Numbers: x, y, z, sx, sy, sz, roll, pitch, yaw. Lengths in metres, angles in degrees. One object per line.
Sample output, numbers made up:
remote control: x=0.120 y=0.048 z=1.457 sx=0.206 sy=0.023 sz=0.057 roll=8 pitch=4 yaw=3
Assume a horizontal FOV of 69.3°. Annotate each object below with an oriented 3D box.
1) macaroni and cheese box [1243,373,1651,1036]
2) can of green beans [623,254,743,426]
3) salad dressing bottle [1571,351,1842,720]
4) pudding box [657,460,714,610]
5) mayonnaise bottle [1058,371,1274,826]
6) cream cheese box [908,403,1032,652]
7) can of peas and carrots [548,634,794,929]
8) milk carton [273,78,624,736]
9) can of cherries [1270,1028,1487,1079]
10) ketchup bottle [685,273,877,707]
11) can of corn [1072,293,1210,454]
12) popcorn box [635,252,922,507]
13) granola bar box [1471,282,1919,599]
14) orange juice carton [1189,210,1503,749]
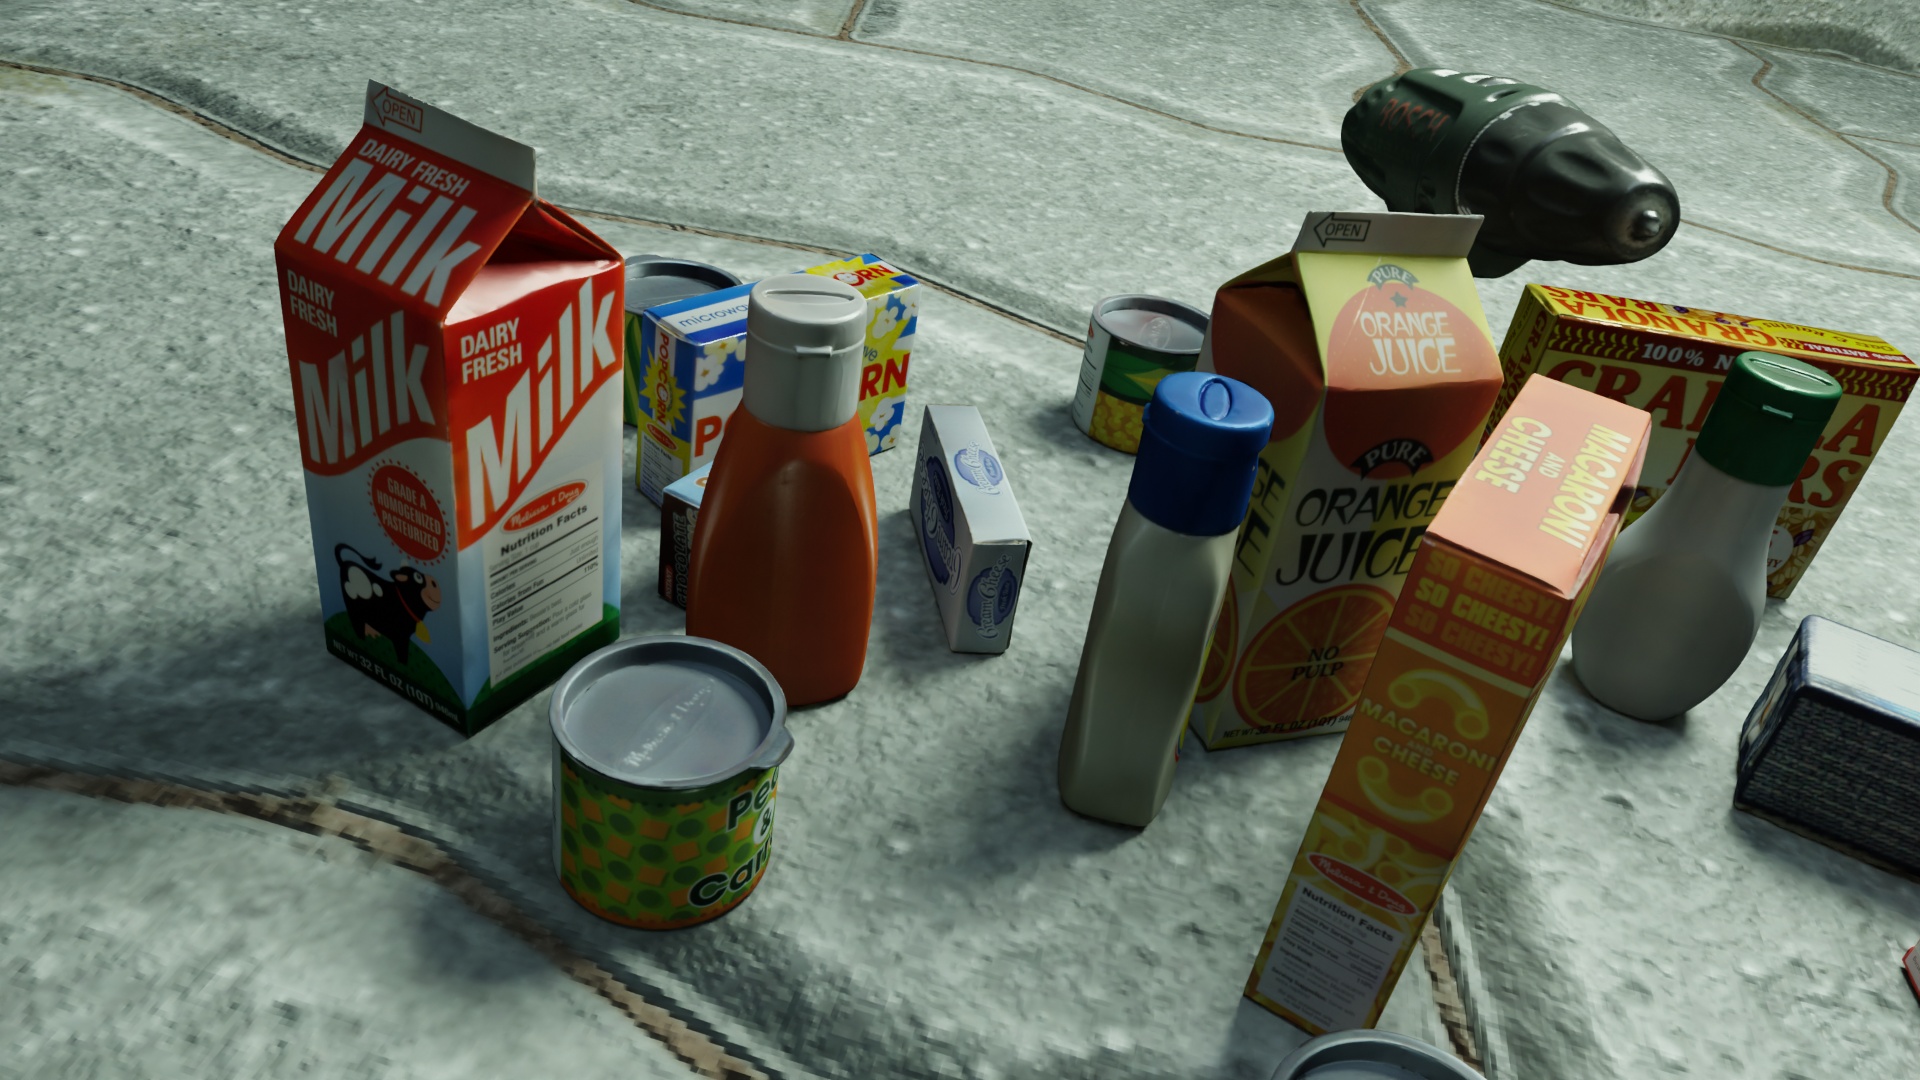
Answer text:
macaroni and cheese box: x=0.143 y=0.049 z=0.406 sx=0.040 sy=0.165 sz=0.124 roll=25 pitch=36 yaw=22
can of green beans: x=-0.134 y=-0.091 z=0.642 sx=0.071 sy=0.057 sz=0.071 roll=7 pitch=33 yaw=-5
salad dressing bottle: x=0.286 y=0.001 z=0.536 sx=0.064 sy=0.146 sz=0.044 roll=24 pitch=35 yaw=20
pudding box: x=-0.080 y=-0.010 z=0.542 sx=0.030 sy=0.049 sz=0.084 roll=24 pitch=35 yaw=20
mayonnaise bottle: x=0.064 y=0.019 z=0.446 sx=0.041 sy=0.147 sz=0.065 roll=14 pitch=33 yaw=6
cream cheese box: x=0.002 y=-0.007 z=0.555 sx=0.024 sy=0.053 sz=0.104 roll=1 pitch=34 yaw=-14
can of peas and carrots: x=-0.084 y=0.071 z=0.409 sx=0.071 sy=0.058 sz=0.071 roll=7 pitch=33 yaw=-5
milk carton: x=-0.157 y=-0.042 z=0.439 sx=0.072 sy=0.189 sz=0.074 roll=25 pitch=36 yaw=22
can of cherries: x=0.098 y=0.161 z=0.322 sx=0.071 sy=0.058 sz=0.072 roll=7 pitch=33 yaw=-5
ketchup bottle: x=-0.056 y=-0.013 z=0.462 sx=0.065 sy=0.148 sz=0.044 roll=0 pitch=34 yaw=-15
can of corn: x=0.095 y=-0.082 z=0.690 sx=0.071 sy=0.058 sz=0.071 roll=7 pitch=33 yaw=-5
popcorn box: x=-0.077 y=-0.068 z=0.597 sx=0.038 sy=0.084 sz=0.127 roll=33 pitch=39 yaw=31
granola bar box: x=0.320 y=-0.042 z=0.631 sx=0.166 sy=0.123 sz=0.039 roll=8 pitch=33 yaw=-4
orange juice carton: x=0.124 y=-0.024 z=0.488 sx=0.072 sy=0.191 sz=0.073 roll=-4 pitch=35 yaw=-21
